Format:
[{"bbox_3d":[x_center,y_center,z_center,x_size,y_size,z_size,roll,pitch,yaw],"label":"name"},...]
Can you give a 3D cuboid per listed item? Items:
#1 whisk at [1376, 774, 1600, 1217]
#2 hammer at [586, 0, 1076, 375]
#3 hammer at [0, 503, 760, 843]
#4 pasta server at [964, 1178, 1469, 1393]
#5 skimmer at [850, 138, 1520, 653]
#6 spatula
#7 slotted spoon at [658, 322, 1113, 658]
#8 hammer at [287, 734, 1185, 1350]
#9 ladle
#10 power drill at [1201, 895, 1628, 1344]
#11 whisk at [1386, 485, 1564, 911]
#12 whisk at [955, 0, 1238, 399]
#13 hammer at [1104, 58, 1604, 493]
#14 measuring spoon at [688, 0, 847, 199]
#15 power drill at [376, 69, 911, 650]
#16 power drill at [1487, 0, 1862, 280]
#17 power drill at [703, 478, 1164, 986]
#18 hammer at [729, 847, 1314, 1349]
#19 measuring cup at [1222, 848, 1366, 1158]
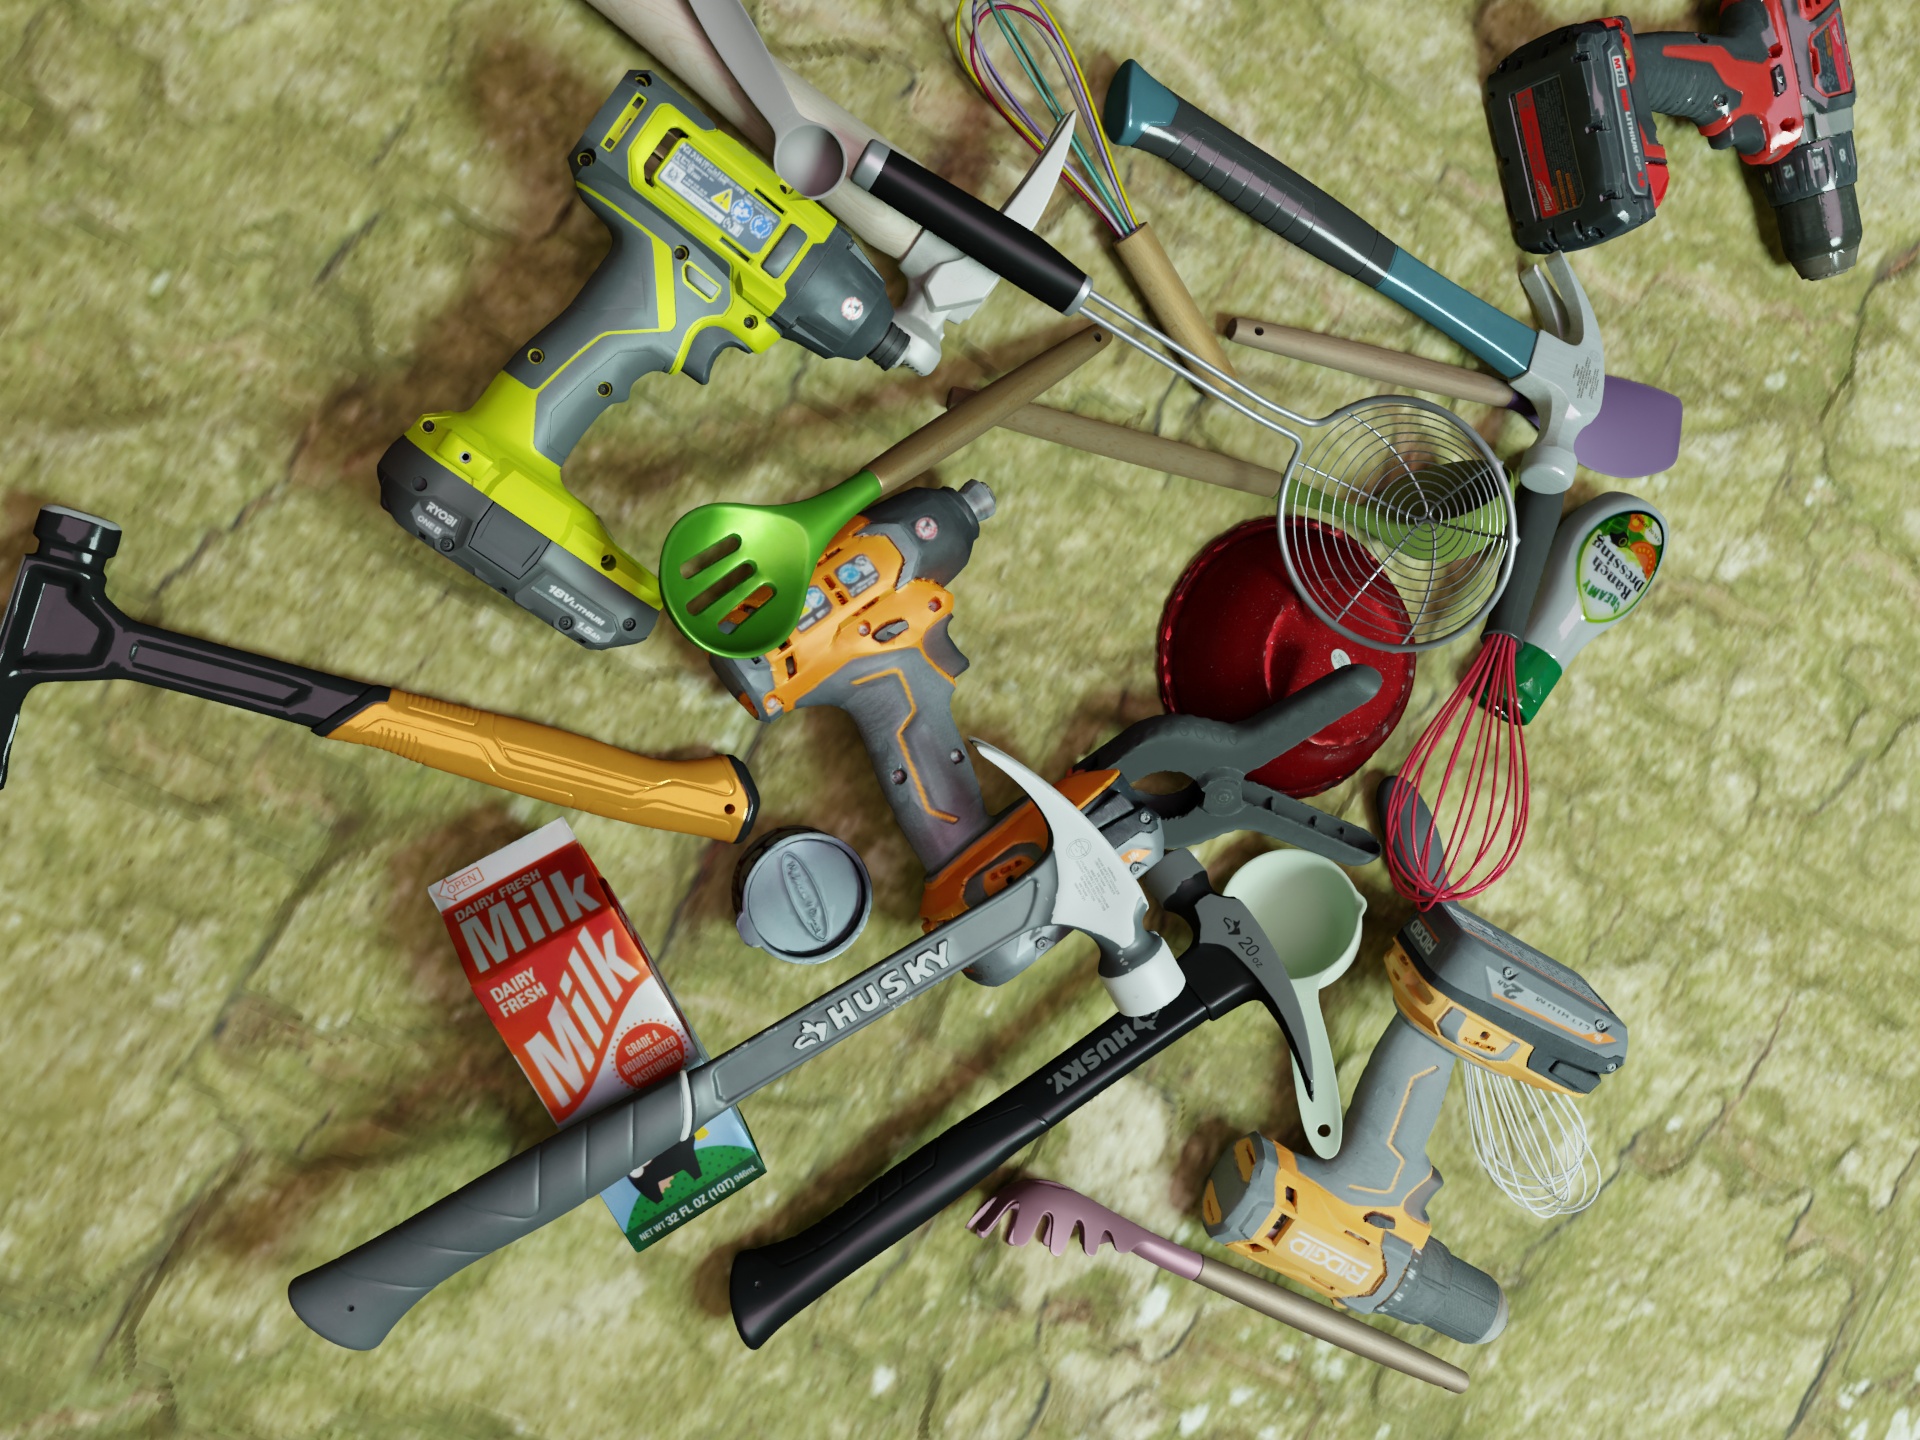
[{"bbox_3d":[0.300,0.163,0.928,0.070,0.070,0.284,-25,96,-16],"label":"whisk"},{"bbox_3d":[-0.139,-0.339,0.734,0.410,0.038,0.146,34,98,-16],"label":"hammer"},{"bbox_3d":[-0.257,0.010,0.733,0.336,0.034,0.127,16,88,-19],"label":"hammer"},{"bbox_3d":[0.149,0.317,0.873,0.316,0.060,0.040,27,69,-14],"label":"pasta server"},{"bbox_3d":[0.104,-0.158,0.760,0.363,0.127,0.090,28,42,-15],"label":"skimmer"},{"bbox_3d":[0.293,-0.191,0.917,0.315,0.018,0.060,8,88,-20],"label":"spatula"},{"bbox_3d":[-0.025,-0.123,0.759,0.314,0.031,0.070,-39,101,-33],"label":"slotted spoon"},{"bbox_3d":[-0.108,0.156,0.703,0.409,0.036,0.149,-30,102,-4],"label":"hammer"},{"bbox_3d":[0.149,-0.144,0.852,0.320,0.078,0.062,12,111,-14],"label":"ladle"},{"bbox_3d":[0.266,0.231,0.871,0.185,0.084,0.226,29,104,-9],"label":"power drill"},{"bbox_3d":[0.296,-0.027,0.881,0.073,0.073,0.296,30,66,-18],"label":"whisk"},{"bbox_3d":[0.074,-0.271,0.828,0.047,0.051,0.244,-33,109,7],"label":"whisk"},{"bbox_3d":[0.220,-0.255,0.870,0.330,0.033,0.128,27,72,-16],"label":"hammer"},{"bbox_3d":[-0.092,-0.296,0.730,0.034,0.018,0.124,-30,101,13],"label":"measuring spoon"},{"bbox_3d":[-0.140,-0.150,0.722,0.171,0.080,0.223,35,90,-21],"label":"power drill"},{"bbox_3d":[0.433,-0.333,0.927,0.226,0.080,0.188,-20,100,-20],"label":"power drill"},{"bbox_3d":[-0.001,-0.003,0.783,0.164,0.084,0.226,-37,91,-13],"label":"power drill"},{"bbox_3d":[0.027,0.211,0.815,0.335,0.146,0.035,-34,148,-7],"label":"hammer"},{"bbox_3d":[0.185,0.152,0.852,0.083,0.038,0.168,-11,62,14],"label":"measuring cup"}]
